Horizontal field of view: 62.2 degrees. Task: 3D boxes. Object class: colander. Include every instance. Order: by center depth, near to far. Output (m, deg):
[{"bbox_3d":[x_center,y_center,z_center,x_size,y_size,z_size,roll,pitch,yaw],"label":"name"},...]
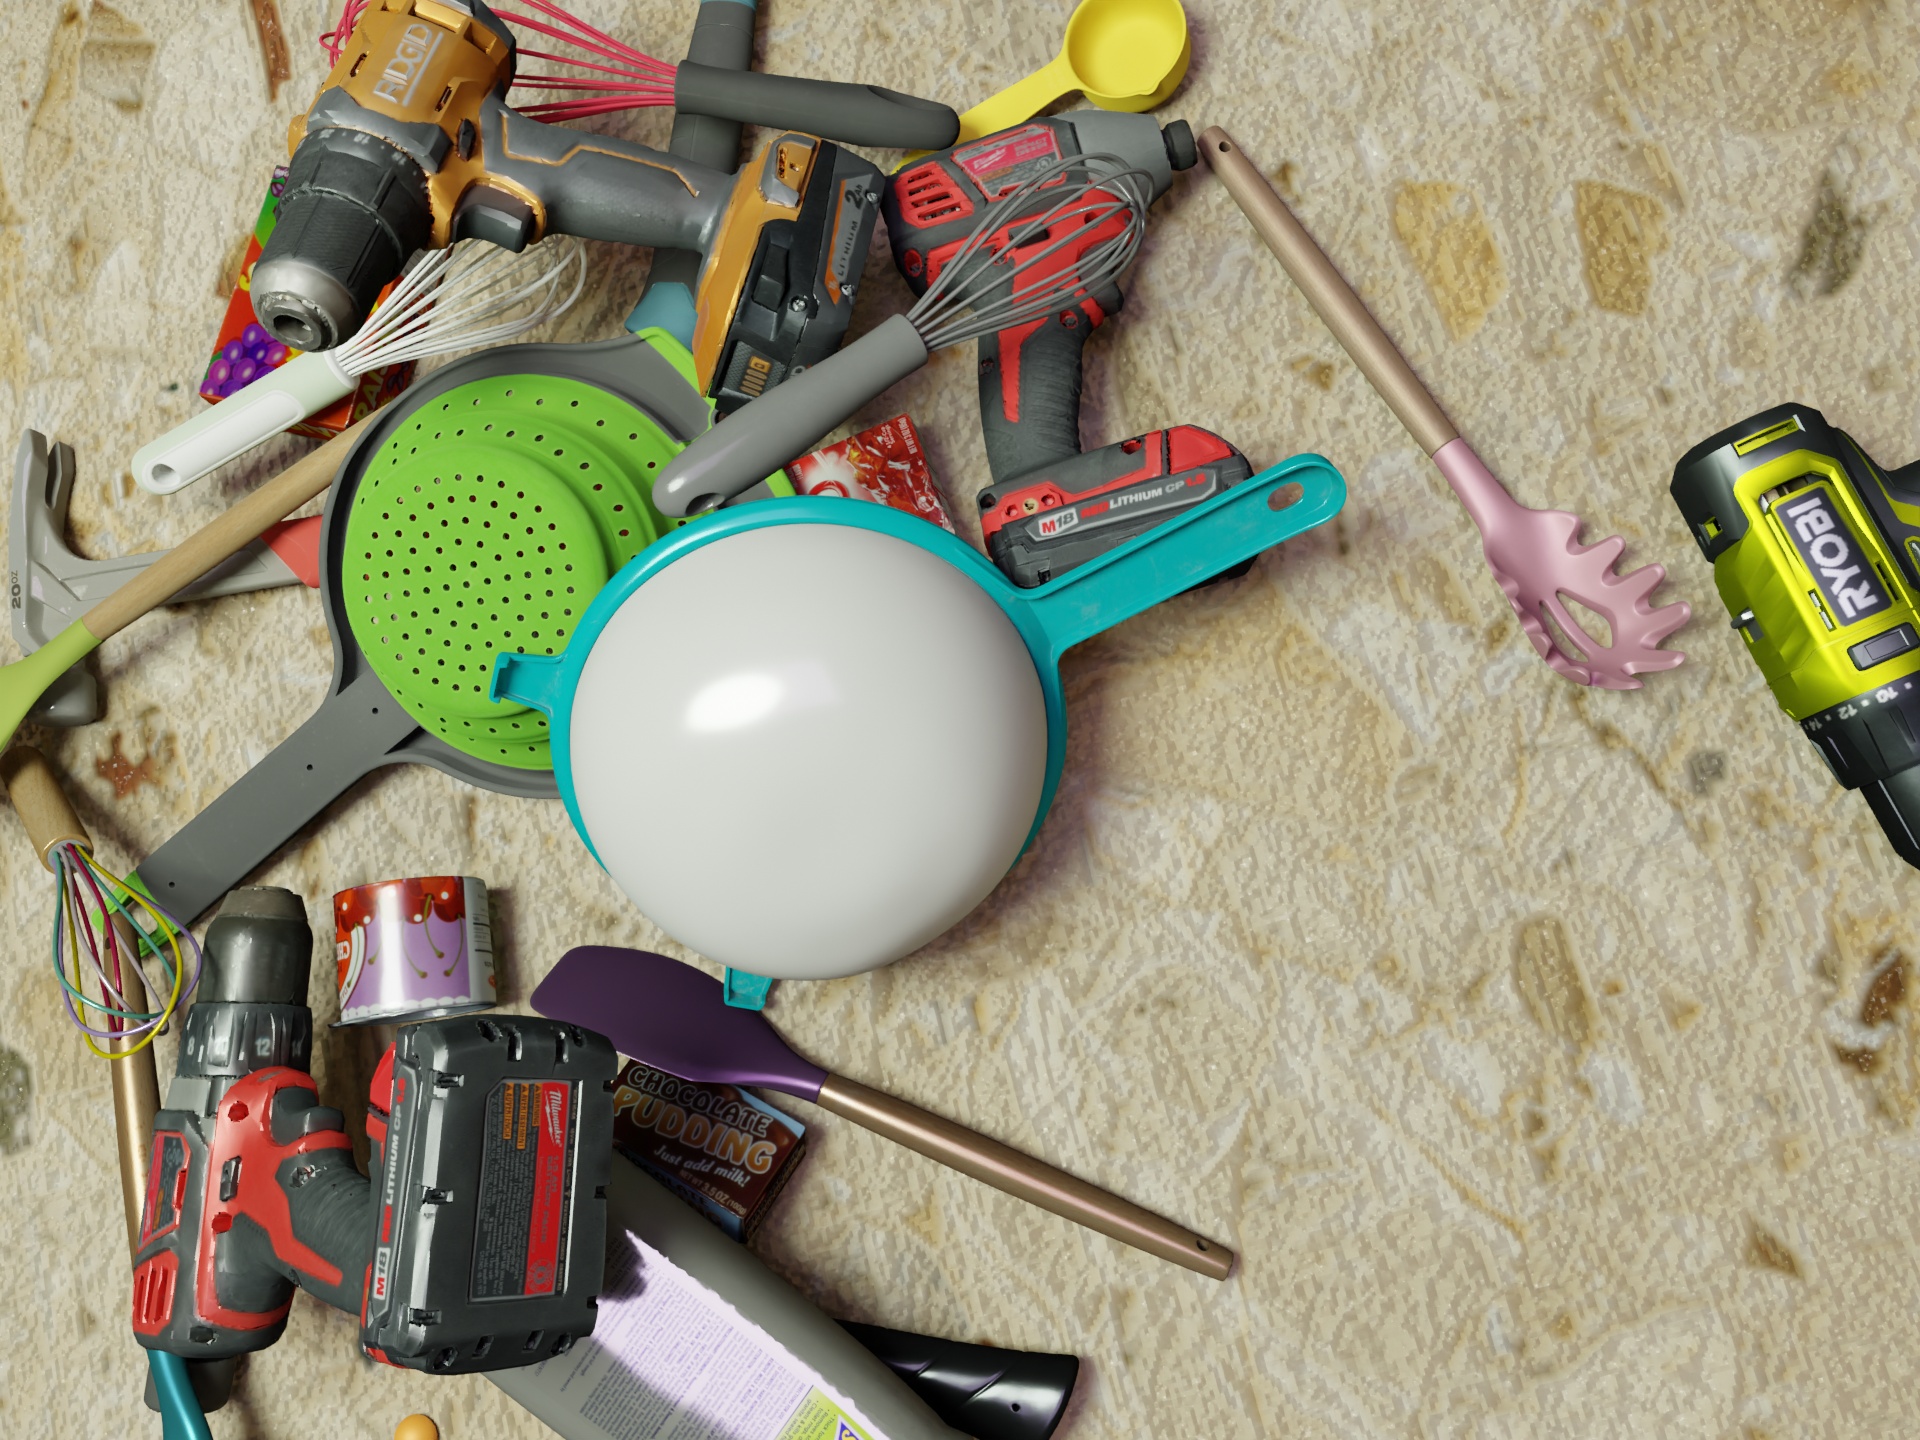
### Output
[{"bbox_3d":[-0.255,-0.011,0.693,0.397,0.094,0.204,-38,93,10],"label":"colander"}]

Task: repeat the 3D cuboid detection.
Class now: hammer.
[{"bbox_3d":[-0.153,0.253,0.684,0.409,0.036,0.149,6,81,11],"label":"hammer"},{"bbox_3d":[-0.290,-0.093,0.765,0.359,0.036,0.149,-8,80,9],"label":"hammer"},{"bbox_3d":[-0.117,-0.333,0.775,0.128,0.033,0.331,6,82,12],"label":"hammer"}]

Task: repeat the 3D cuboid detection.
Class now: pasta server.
[{"bbox_3d":[0.195,-0.142,0.684,0.060,0.040,0.316,-30,75,-8],"label":"pasta server"}]

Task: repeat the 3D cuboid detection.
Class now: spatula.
[{"bbox_3d":[-0.034,0.165,0.677,0.316,0.060,0.018,22,127,9],"label":"spatula"},{"bbox_3d":[-0.352,0.234,0.681,0.082,0.044,0.318,-20,73,14],"label":"spatula"}]

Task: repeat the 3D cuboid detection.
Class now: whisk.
[{"bbox_3d":[-0.020,-0.150,0.624,0.239,0.055,0.055,-36,76,-10],"label":"whisk"},{"bbox_3d":[-0.394,0.073,0.704,0.245,0.051,0.047,34,111,42],"label":"whisk"},{"bbox_3d":[-0.146,-0.292,0.723,0.296,0.073,0.073,9,83,2],"label":"whisk"},{"bbox_3d":[-0.277,-0.166,0.729,0.246,0.057,0.059,-27,43,9],"label":"whisk"}]

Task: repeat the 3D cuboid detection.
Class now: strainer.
[{"bbox_3d":[-0.001,-0.002,0.608,0.340,0.095,0.210,-27,116,9],"label":"strainer"}]

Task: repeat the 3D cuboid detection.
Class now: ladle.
[{"bbox_3d":[-0.385,-0.061,0.732,0.320,0.062,0.078,-34,77,1],"label":"ladle"}]

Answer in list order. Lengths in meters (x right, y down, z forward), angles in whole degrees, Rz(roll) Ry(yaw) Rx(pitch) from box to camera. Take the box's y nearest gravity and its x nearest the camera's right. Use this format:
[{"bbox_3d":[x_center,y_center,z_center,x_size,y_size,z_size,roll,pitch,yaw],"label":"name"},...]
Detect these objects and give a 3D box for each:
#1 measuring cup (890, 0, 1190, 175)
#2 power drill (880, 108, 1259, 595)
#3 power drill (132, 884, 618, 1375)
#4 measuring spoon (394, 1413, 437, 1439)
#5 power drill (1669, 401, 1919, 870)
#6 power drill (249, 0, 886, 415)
[{"bbox_3d":[0.036,-0.288,0.749,0.156,0.029,0.062,-27,77,17],"label":"measuring cup"},{"bbox_3d":[0.056,-0.163,0.696,0.143,0.078,0.220,-16,75,7],"label":"power drill"},{"bbox_3d":[-0.237,0.152,0.614,0.227,0.080,0.188,-10,72,36],"label":"power drill"},{"bbox_3d":[-0.260,0.361,0.696,0.021,0.011,0.117,22,85,13],"label":"measuring spoon"},{"bbox_3d":[0.421,-0.062,0.612,0.228,0.080,0.191,-25,77,8],"label":"power drill"},{"bbox_3d":[-0.157,-0.194,0.646,0.226,0.084,0.185,18,55,-13],"label":"power drill"}]
